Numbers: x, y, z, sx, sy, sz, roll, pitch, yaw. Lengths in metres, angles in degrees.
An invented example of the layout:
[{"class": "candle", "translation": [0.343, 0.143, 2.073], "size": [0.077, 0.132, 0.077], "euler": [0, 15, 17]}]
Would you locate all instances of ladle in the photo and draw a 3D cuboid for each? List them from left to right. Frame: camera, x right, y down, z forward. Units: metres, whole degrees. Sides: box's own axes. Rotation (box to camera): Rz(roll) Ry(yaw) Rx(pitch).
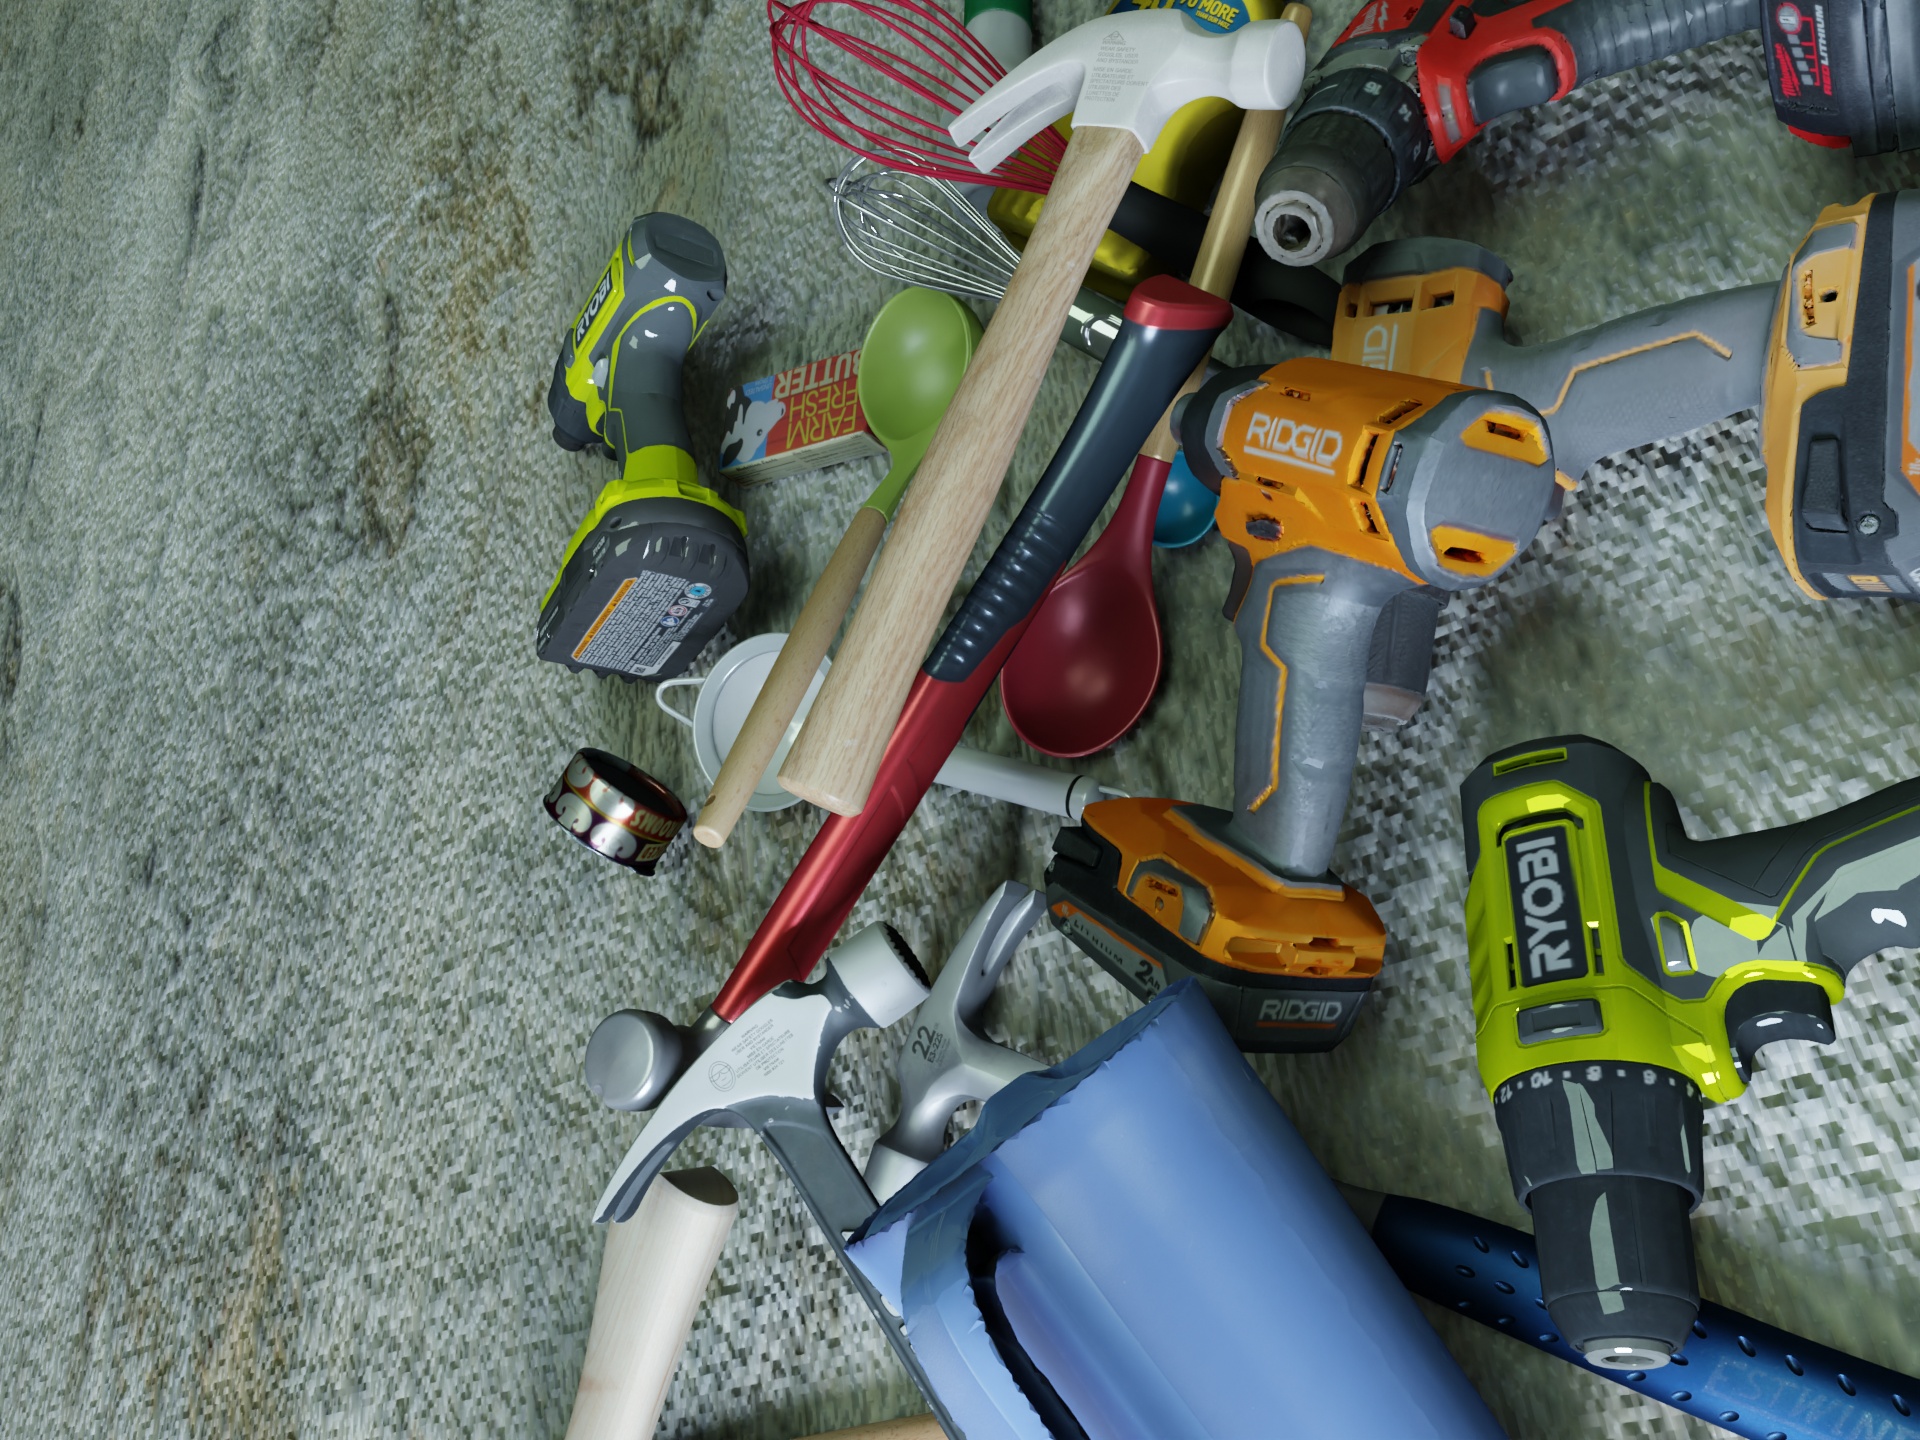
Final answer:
[{"class": "ladle", "translation": [-0.056, -0.080, 0.700], "size": [0.078, 0.062, 0.320], "euler": [-20, 36, 42]}, {"class": "ladle", "translation": [0.087, -0.134, 0.658], "size": [0.069, 0.031, 0.315], "euler": [21, 102, 17]}]

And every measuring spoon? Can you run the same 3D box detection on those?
[{"class": "measuring spoon", "translation": [0.133, -0.107, 0.673], "size": [0.128, 0.021, 0.042], "euler": [-18, 83, 21]}]

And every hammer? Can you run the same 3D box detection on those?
[{"class": "hammer", "translation": [-0.165, 0.372, 0.638], "size": [0.146, 0.038, 0.410], "euler": [27, 100, 36]}, {"class": "hammer", "translation": [-0.001, -0.002, 0.648], "size": [0.038, 0.143, 0.386], "euler": [34, 94, 33]}, {"class": "hammer", "translation": [0.010, -0.121, 0.598], "size": [0.130, 0.031, 0.331], "euler": [18, 80, 35]}, {"class": "hammer", "translation": [0.023, 0.271, 0.527], "size": [0.149, 0.036, 0.409], "euler": [-36, 69, 0]}, {"class": "hammer", "translation": [0.137, 0.166, 0.549], "size": [0.406, 0.035, 0.144], "euler": [13, 81, 39]}]

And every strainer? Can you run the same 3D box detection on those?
[{"class": "strainer", "translation": [-0.032, 0.015, 0.731], "size": [0.258, 0.050, 0.087], "euler": [13, 88, 33]}]

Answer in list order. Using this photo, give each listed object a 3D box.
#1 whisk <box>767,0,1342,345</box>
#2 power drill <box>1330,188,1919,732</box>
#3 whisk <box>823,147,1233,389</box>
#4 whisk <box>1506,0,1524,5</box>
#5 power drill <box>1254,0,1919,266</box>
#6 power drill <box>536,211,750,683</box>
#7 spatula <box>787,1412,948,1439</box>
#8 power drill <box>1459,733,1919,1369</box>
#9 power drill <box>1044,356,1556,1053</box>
[{"class": "whisk", "translation": [0.040, -0.238, 0.685], "size": [0.296, 0.073, 0.073], "euler": [31, 93, 7]}, {"class": "power drill", "translation": [0.225, -0.083, 0.553], "size": [0.226, 0.084, 0.185], "euler": [5, 83, 42]}, {"class": "whisk", "translation": [0.036, -0.192, 0.717], "size": [0.246, 0.059, 0.057], "euler": [34, 117, 20]}, {"class": "whisk", "translation": [0.179, -0.399, 0.727], "size": [0.070, 0.070, 0.285], "euler": [-41, 59, 17]}, {"class": "power drill", "translation": [0.224, -0.232, 0.568], "size": [0.227, 0.080, 0.188], "euler": [1, 41, 38]}, {"class": "power drill", "translation": [-0.180, -0.139, 0.864], "size": [0.171, 0.080, 0.223], "euler": [-42, 47, 44]}, {"class": "spatula", "translation": [-0.027, 0.283, 0.621], "size": [0.317, 0.044, 0.082], "euler": [-26, 72, 28]}, {"class": "power drill", "translation": [0.259, 0.077, 0.450], "size": [0.228, 0.080, 0.191], "euler": [-18, 50, 31]}, {"class": "power drill", "translation": [0.105, -0.016, 0.568], "size": [0.164, 0.084, 0.226], "euler": [35, 114, 57]}]
